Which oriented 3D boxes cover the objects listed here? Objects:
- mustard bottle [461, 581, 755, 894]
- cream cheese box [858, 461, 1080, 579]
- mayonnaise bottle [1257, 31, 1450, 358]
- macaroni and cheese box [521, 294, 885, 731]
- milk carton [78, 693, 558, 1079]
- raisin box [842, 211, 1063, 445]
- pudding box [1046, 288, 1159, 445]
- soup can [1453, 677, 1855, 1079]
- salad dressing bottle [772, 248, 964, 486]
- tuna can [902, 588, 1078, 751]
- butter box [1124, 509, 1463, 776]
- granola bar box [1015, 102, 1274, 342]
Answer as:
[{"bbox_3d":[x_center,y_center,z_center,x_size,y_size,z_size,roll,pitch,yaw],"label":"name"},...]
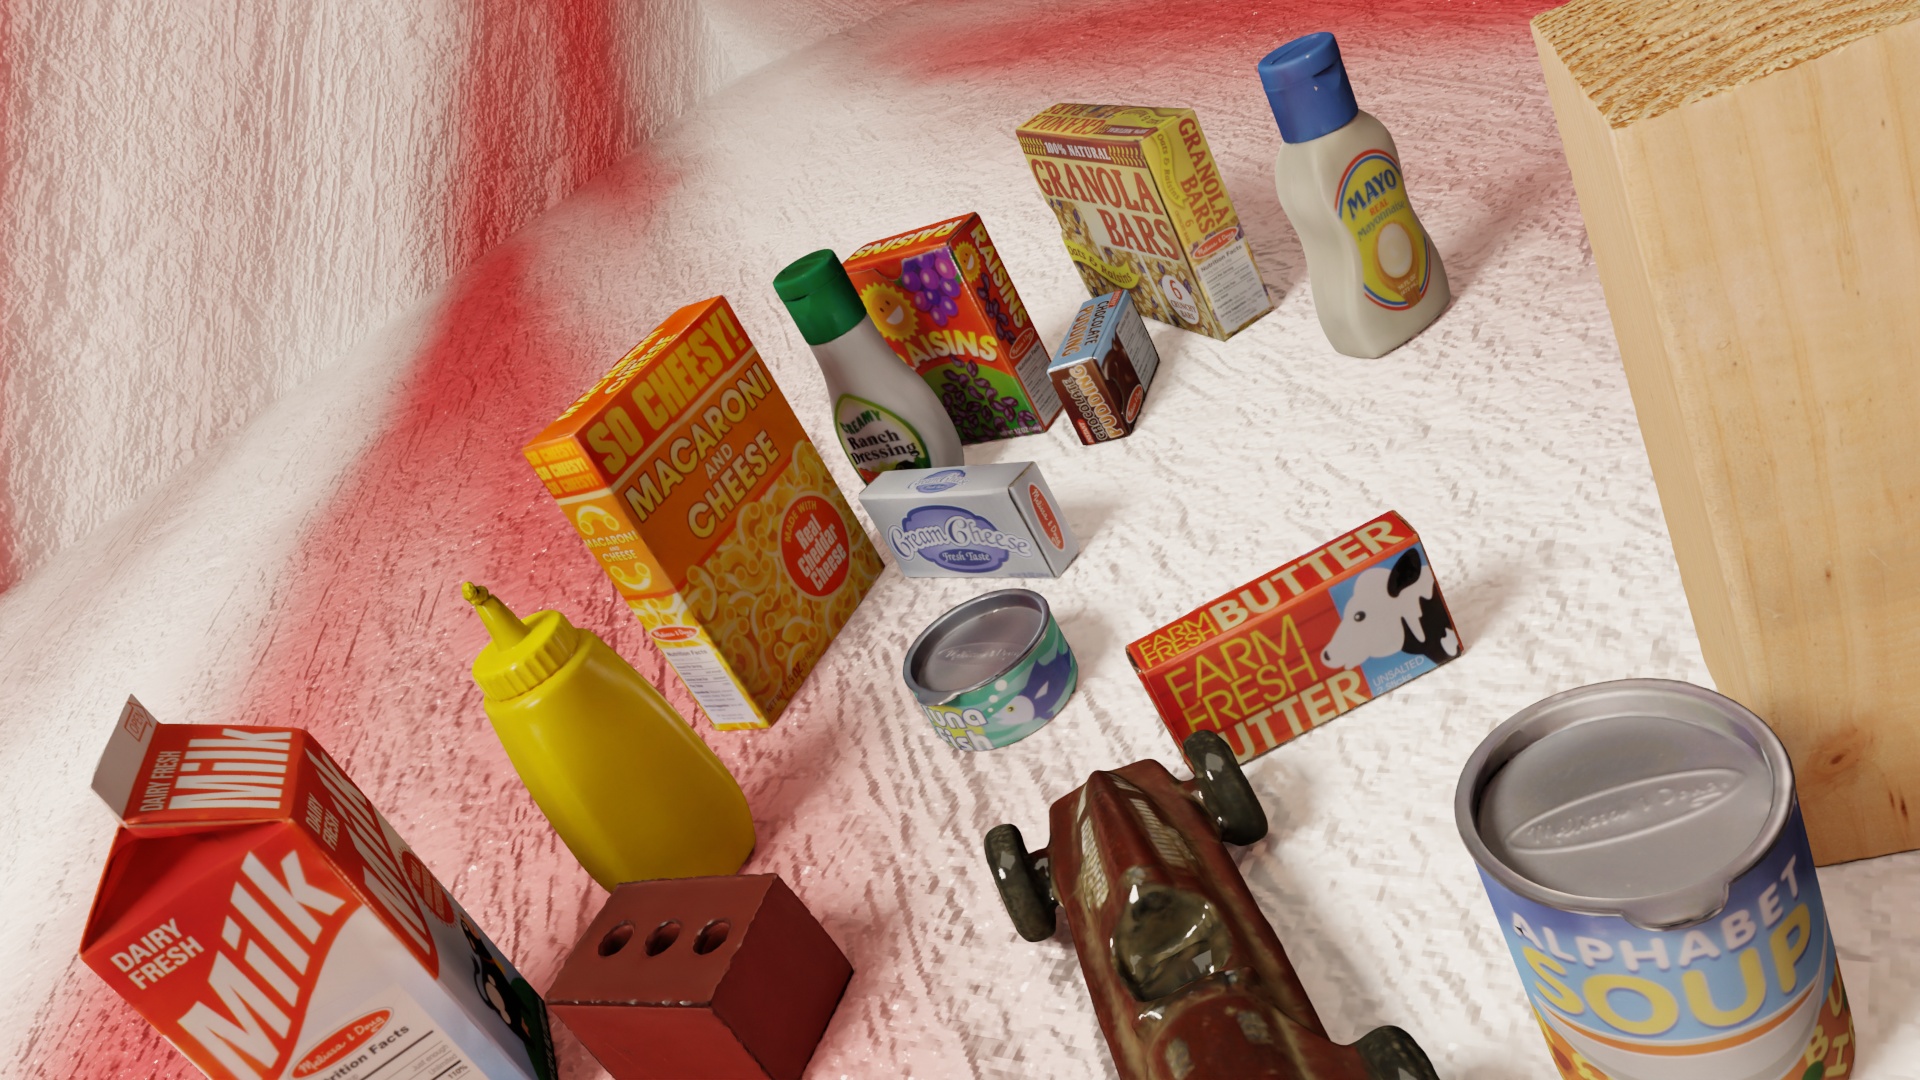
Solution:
[{"bbox_3d":[-0.141,0.075,0.533,0.049,0.159,0.065,5,42,50],"label":"mustard bottle"},{"bbox_3d":[0.002,-0.008,0.663,0.103,0.053,0.024,-1,37,44],"label":"cream cheese box"},{"bbox_3d":[0.182,-0.162,0.654,0.065,0.147,0.041,-36,27,-15],"label":"mayonnaise bottle"},{"bbox_3d":[-0.114,-0.012,0.657,0.040,0.166,0.124,-9,32,35],"label":"macaroni and cheese box"},{"bbox_3d":[-0.220,0.135,0.468,0.073,0.190,0.072,-34,26,-10],"label":"milk carton"},{"bbox_3d":[-0.005,-0.115,0.782,0.086,0.123,0.040,-5,35,40],"label":"raisin box"},{"bbox_3d":[0.078,-0.094,0.747,0.030,0.049,0.084,-14,30,29],"label":"pudding box"},{"bbox_3d":[0.155,0.085,0.307,0.071,0.083,0.072,-23,26,12],"label":"soup can"},{"bbox_3d":[-0.049,-0.083,0.741,0.064,0.147,0.044,-8,33,37],"label":"salad dressing bottle"},{"bbox_3d":[0.011,0.054,0.565,0.071,0.032,0.071,-23,26,12],"label":"tuna can"},{"bbox_3d":[0.113,0.037,0.471,0.103,0.053,0.024,-27,26,4],"label":"butter box"},{"bbox_3d":[0.102,-0.190,0.810,0.039,0.123,0.166,-33,26,-9],"label":"granola bar box"}]
